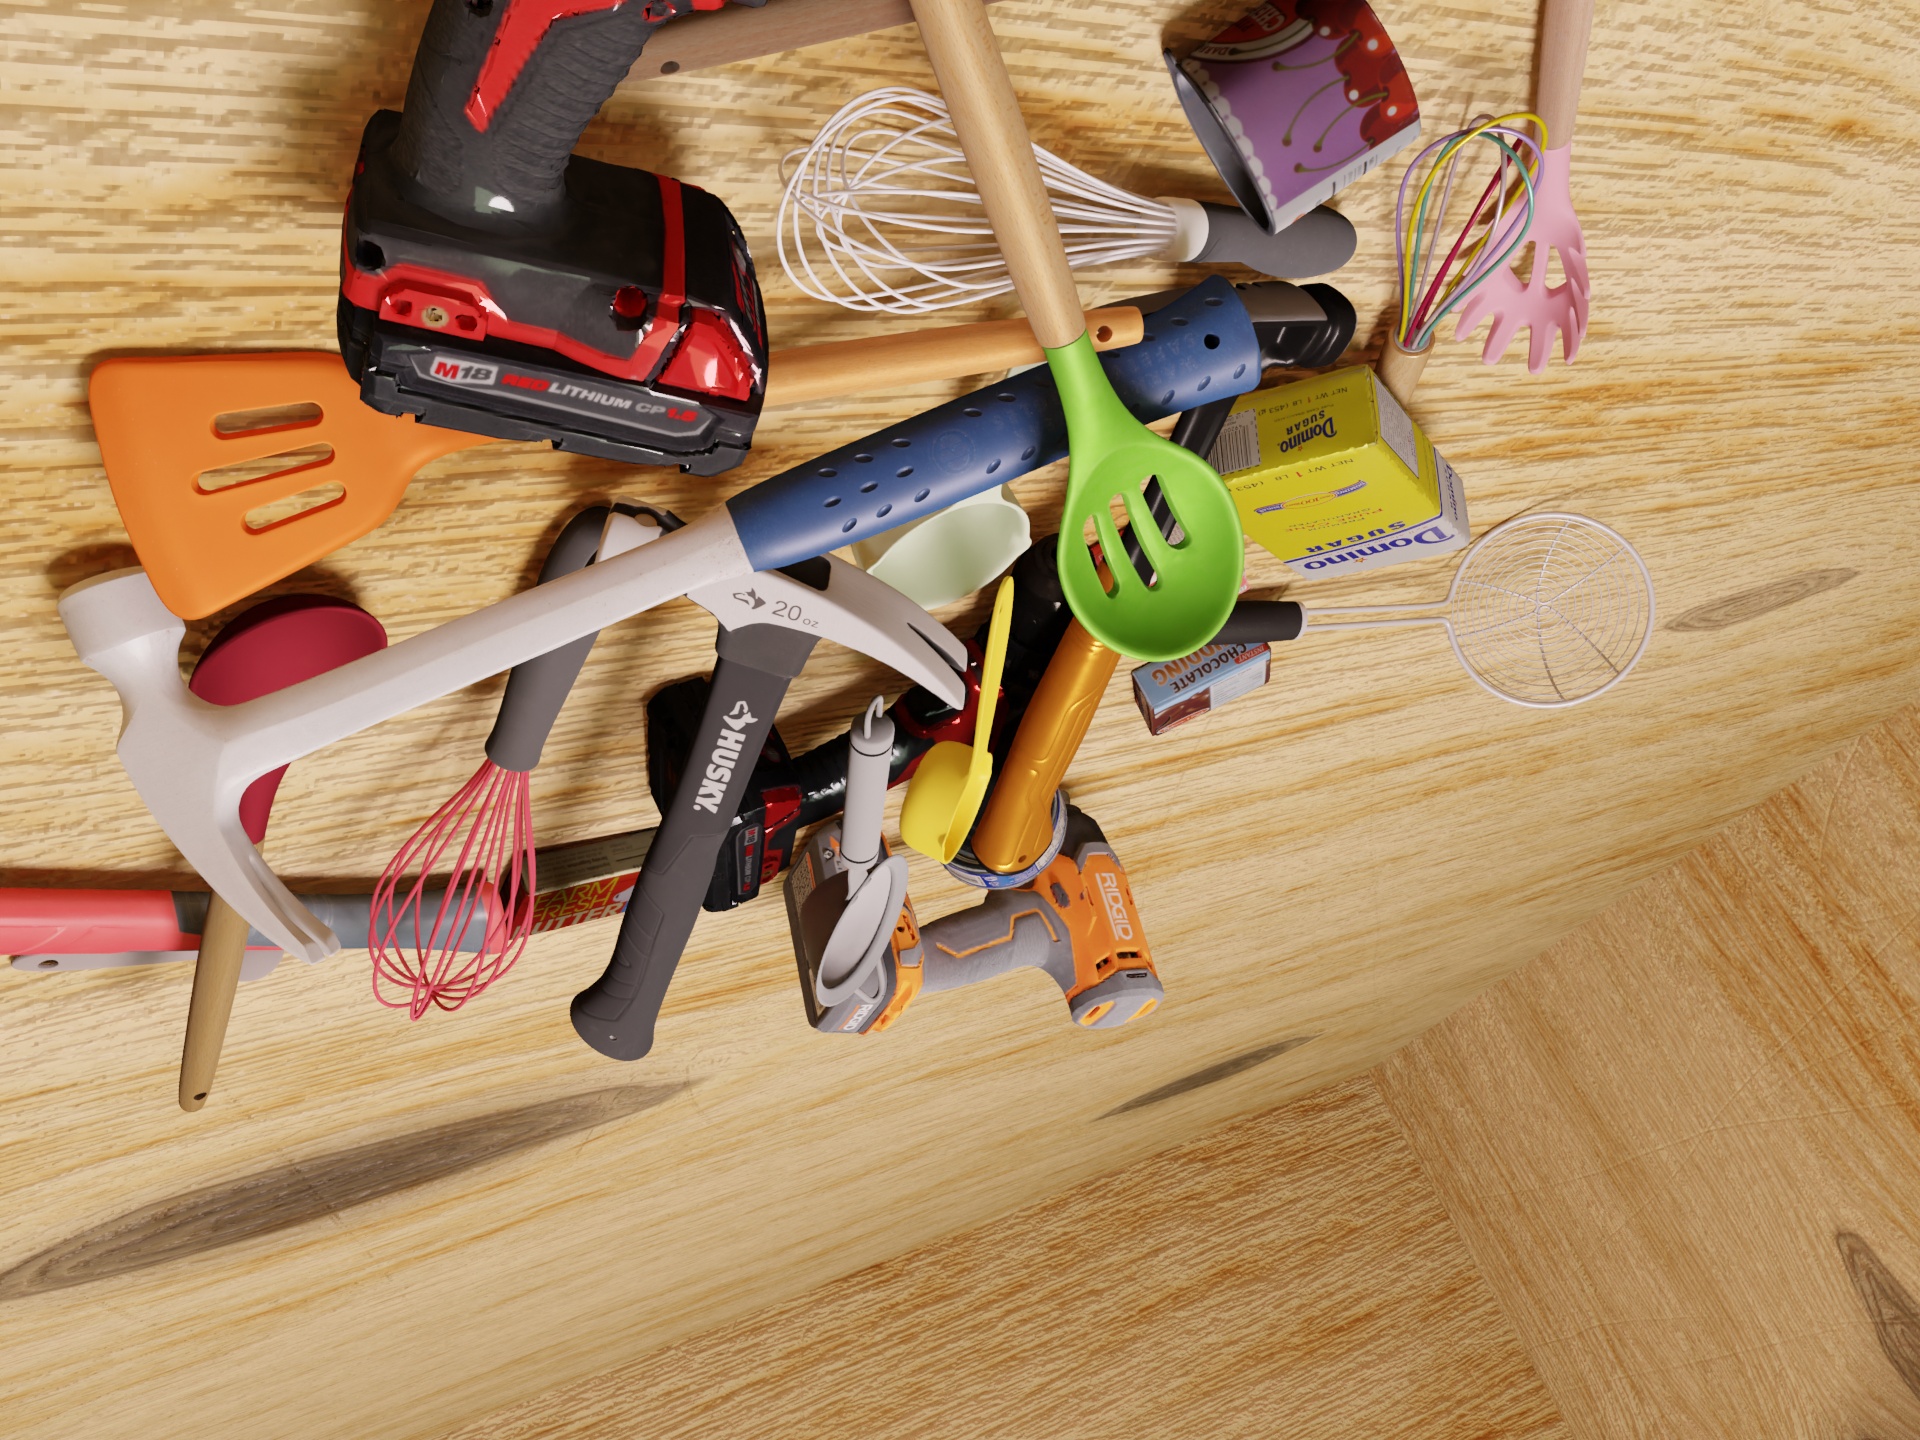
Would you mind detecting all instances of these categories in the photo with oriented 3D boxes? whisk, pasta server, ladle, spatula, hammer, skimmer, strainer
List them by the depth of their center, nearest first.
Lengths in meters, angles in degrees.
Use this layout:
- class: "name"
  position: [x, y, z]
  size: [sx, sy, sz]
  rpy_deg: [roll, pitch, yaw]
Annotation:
- class: "spatula"
  position: [0.048, -0.232, 0.475]
  size: [0.316, 0.018, 0.059]
  rpy_deg: [-20, 168, -15]
- class: "spatula"
  position: [-0.095, -0.101, 0.506]
  size: [0.322, 0.041, 0.081]
  rpy_deg: [-11, 116, -8]
- class: "hammer"
  position: [-0.084, -0.053, 0.547]
  size: [0.405, 0.144, 0.035]
  rpy_deg: [-23, -176, -6]
- class: "whisk"
  position: [0.053, -0.174, 0.561]
  size: [0.284, 0.070, 0.070]
  rpy_deg: [-11, 152, -41]
- class: "pasta server"
  position: [0.232, -0.241, 0.621]
  size: [0.040, 0.060, 0.316]
  rpy_deg: [-66, 158, -14]
- class: "ladle"
  position: [-0.295, 0.064, 0.651]
  size: [0.069, 0.031, 0.315]
  rpy_deg: [-7, 138, -41]
- class: "whisk"
  position: [-0.197, 0.027, 0.683]
  size: [0.073, 0.073, 0.295]
  rpy_deg: [-4, 136, -41]
- class: "hammer"
  position: [-0.112, 0.052, 0.693]
  size: [0.146, 0.035, 0.334]
  rpy_deg: [17, 133, -12]
- class: "hammer"
  position: [-0.369, 0.095, 0.694]
  size: [0.143, 0.038, 0.386]
  rpy_deg: [-37, 154, 26]
- class: "whisk"
  position: [0.210, -0.183, 0.707]
  size: [0.047, 0.051, 0.244]
  rpy_deg: [-48, 165, -13]
- class: "hammer"
  position: [0.061, -0.045, 0.725]
  size: [0.127, 0.034, 0.336]
  rpy_deg: [-14, 142, -35]
- class: "strainer"
  position: [-0.050, 0.065, 0.768]
  size: [0.087, 0.050, 0.258]
  rpy_deg: [-53, 165, -33]
- class: "skimmer"
  position: [0.268, -0.061, 0.960]
  size: [0.363, 0.127, 0.090]
  rpy_deg: [-5, -169, -31]

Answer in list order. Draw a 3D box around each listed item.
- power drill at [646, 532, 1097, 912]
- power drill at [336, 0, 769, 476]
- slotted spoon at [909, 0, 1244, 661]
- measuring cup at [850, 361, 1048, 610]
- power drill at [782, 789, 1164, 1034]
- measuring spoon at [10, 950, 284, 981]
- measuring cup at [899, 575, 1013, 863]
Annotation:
- class: "power drill"
  position: [-0.035, -0.004, 0.790]
  size: [0.226, 0.080, 0.187]
  rpy_deg: [-21, 156, -20]
- class: "power drill"
  position: [-0.071, -0.167, 0.383]
  size: [0.143, 0.079, 0.219]
  rpy_deg: [7, 141, -23]
- class: "slotted spoon"
  position: [0.025, -0.139, 0.479]
  size: [0.070, 0.031, 0.313]
  rpy_deg: [-34, 131, -8]
- class: "measuring cup"
  position: [0.001, -0.109, 0.658]
  size: [0.083, 0.038, 0.167]
  rpy_deg: [-13, 151, -28]
- class: "power drill"
  position: [0.009, 0.116, 1.009]
  size: [0.226, 0.164, 0.084]
  rpy_deg: [2, 146, -26]
- class: "measuring spoon"
  position: [-0.379, 0.116, 0.750]
  size: [0.034, 0.018, 0.124]
  rpy_deg: [-41, 152, 30]
- class: "measuring cup"
  position: [-0.001, -0.002, 0.726]
  size: [0.062, 0.029, 0.156]
  rpy_deg: [-54, 159, -51]
